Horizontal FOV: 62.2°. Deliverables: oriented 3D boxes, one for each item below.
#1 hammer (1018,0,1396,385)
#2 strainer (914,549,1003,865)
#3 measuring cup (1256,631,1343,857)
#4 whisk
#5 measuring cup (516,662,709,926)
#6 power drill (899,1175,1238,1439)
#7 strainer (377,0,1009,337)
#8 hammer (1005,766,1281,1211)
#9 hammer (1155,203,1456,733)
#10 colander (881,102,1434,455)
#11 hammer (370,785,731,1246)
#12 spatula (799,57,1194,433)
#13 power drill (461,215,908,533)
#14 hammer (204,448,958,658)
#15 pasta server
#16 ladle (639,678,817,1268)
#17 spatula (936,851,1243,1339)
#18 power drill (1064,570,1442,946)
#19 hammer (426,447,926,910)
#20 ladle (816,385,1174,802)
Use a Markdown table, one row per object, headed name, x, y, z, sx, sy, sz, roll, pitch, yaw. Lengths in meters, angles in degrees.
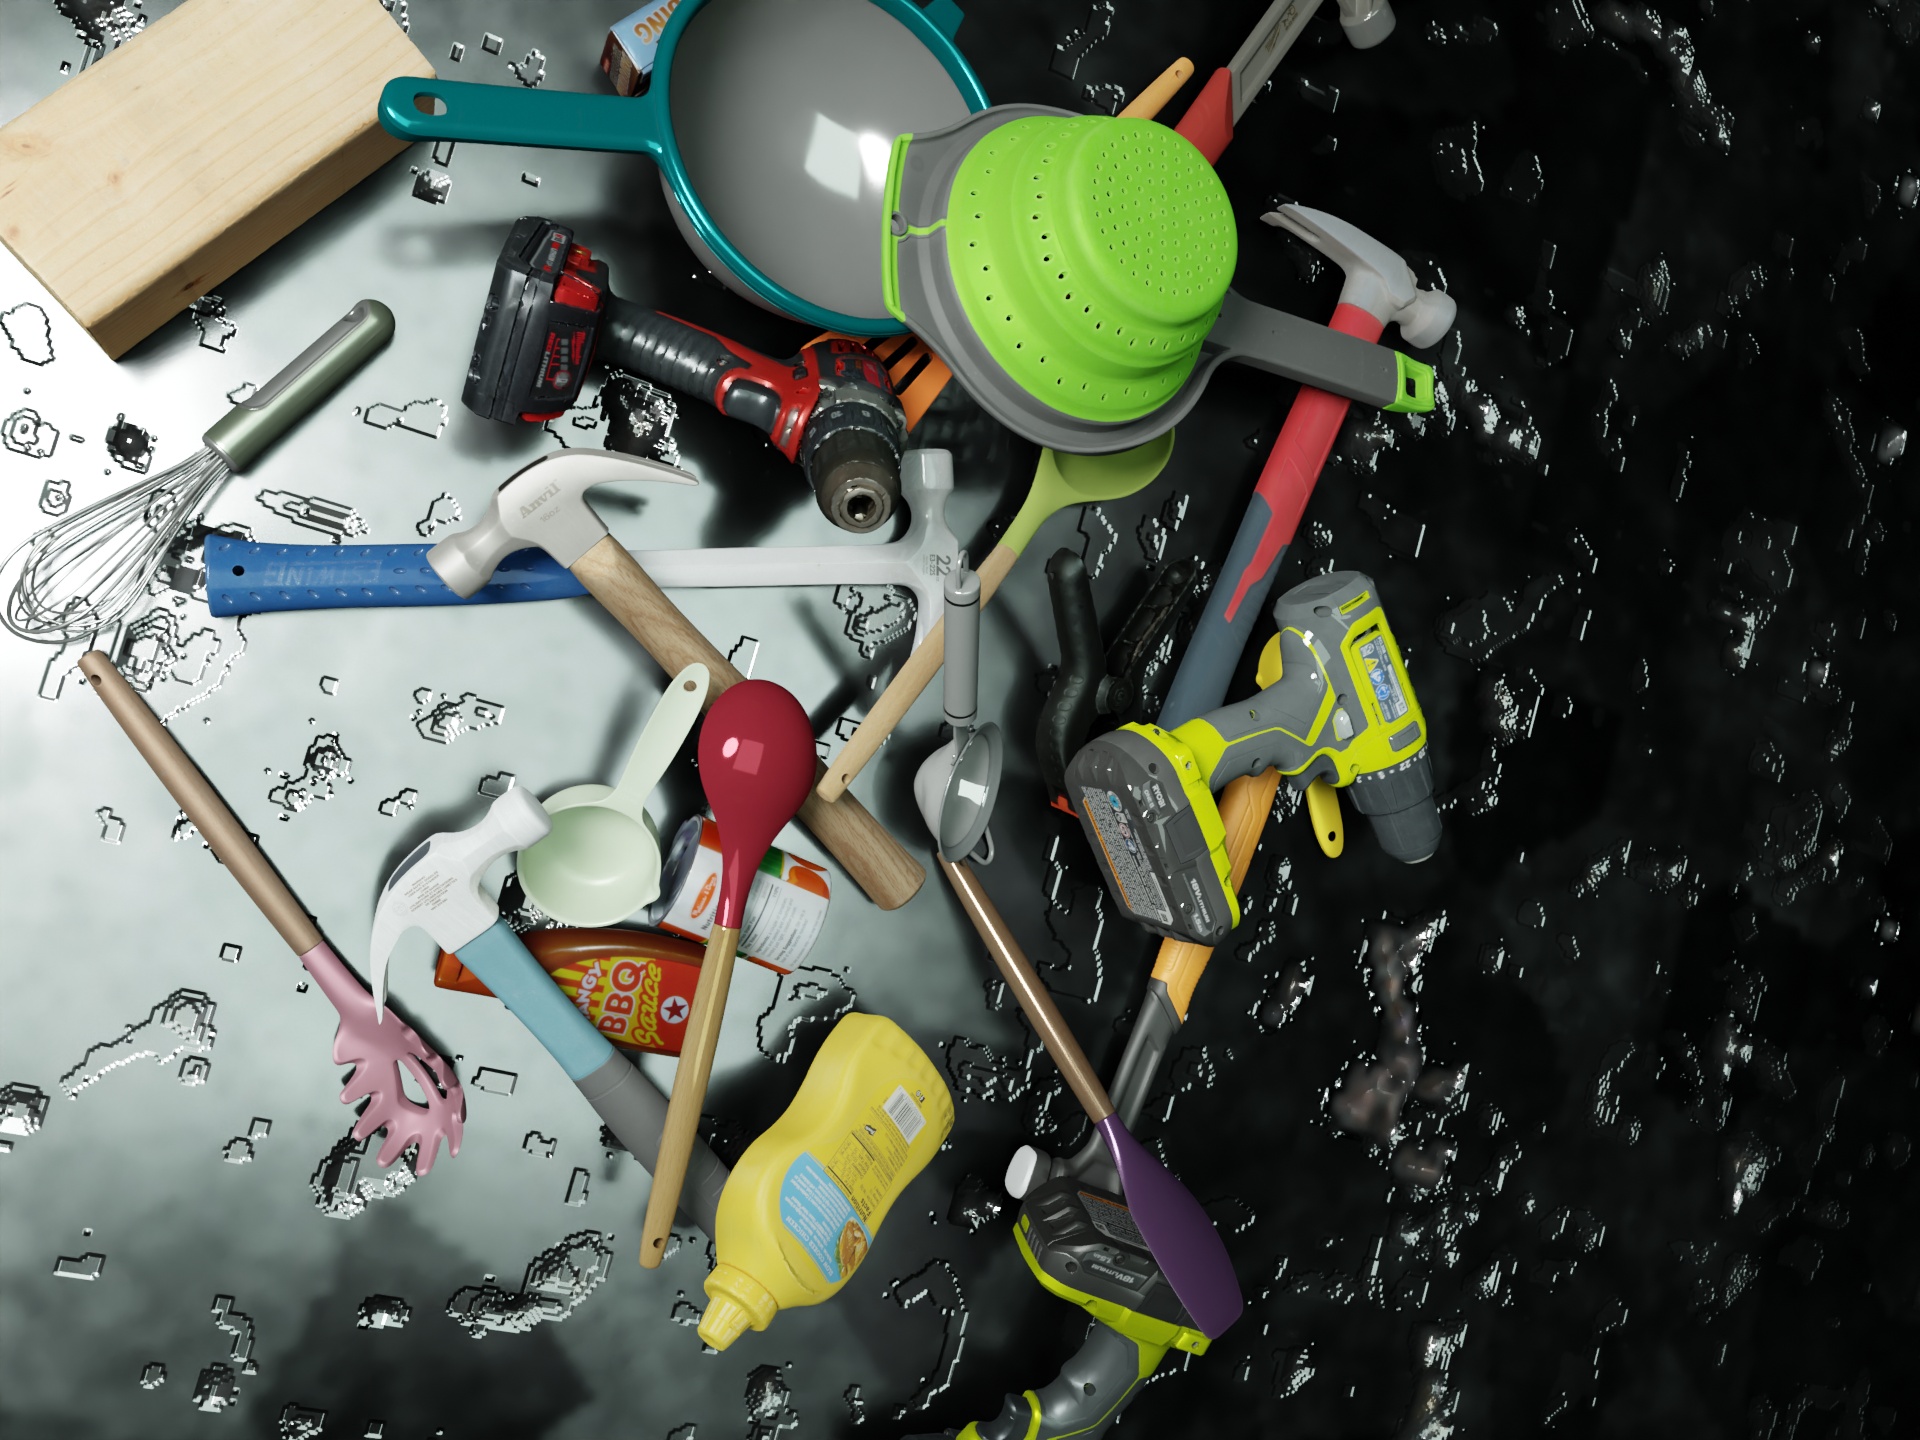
| name | x | y | z | sx | sy | sz | roll | pitch | yaw |
| --- | --- | --- | --- | --- | --- | --- | --- | --- | --- |
| hammer | 0.138 | -0.357 | 0.975 | 0.149 | 0.037 | 0.359 | 41 | 80 | -39 |
| strainer | -0.001 | -0.003 | 0.884 | 0.050 | 0.258 | 0.087 | 20 | 54 | 15 |
| measuring cup | 0.237 | 0.015 | 1.042 | 0.062 | 0.029 | 0.156 | -14 | 95 | -19 |
| whisk | -0.381 | -0.131 | 0.805 | 0.246 | 0.058 | 0.059 | -48 | 141 | -17 |
| measuring cup | -0.179 | 0.034 | 0.859 | 0.083 | 0.038 | 0.167 | 27 | 105 | -19 |
| power drill | 0.052 | 0.395 | 0.946 | 0.171 | 0.080 | 0.223 | 25 | 97 | -20 |
| strainer | -0.138 | -0.292 | 0.843 | 0.340 | 0.095 | 0.211 | -7 | 85 | -31 |
| hammer | 0.146 | 0.161 | 1.011 | 0.127 | 0.034 | 0.337 | 24 | 83 | -18 |
| hammer | 0.186 | -0.135 | 1.015 | 0.143 | 0.038 | 0.386 | 27 | 83 | -18 |
| colander | 0.150 | -0.243 | 0.896 | 0.396 | 0.094 | 0.204 | 9 | 77 | -30 |
| hammer | -0.189 | 0.192 | 0.856 | 0.128 | 0.033 | 0.330 | -34 | 115 | -1 |
| spatula | 0.037 | -0.298 | 0.965 | 0.081 | 0.041 | 0.322 | 46 | 73 | -15 |
| power drill | -0.133 | -0.170 | 0.823 | 0.226 | 0.188 | 0.080 | 16 | 117 | -17 |
| hammer | -0.193 | -0.078 | 0.879 | 0.405 | 0.035 | 0.144 | -3 | 93 | -20 |
| pasta server | -0.356 | 0.099 | 0.824 | 0.060 | 0.040 | 0.316 | -31 | 101 | 10 |
| ladle | -0.131 | 0.134 | 0.842 | 0.069 | 0.031 | 0.315 | 13 | 89 | -29 |
| spatula | 0.072 | 0.209 | 0.931 | 0.059 | 0.018 | 0.316 | -16 | 70 | -51 |
| power drill | 0.192 | 0.039 | 0.967 | 0.228 | 0.080 | 0.190 | -30 | 106 | -23 |
| hammer | -0.126 | -0.013 | 0.875 | 0.130 | 0.031 | 0.331 | -40 | 116 | 0 |
| ladle | 0.021 | -0.078 | 0.921 | 0.320 | 0.062 | 0.078 | -54 | 124 | -21 |
